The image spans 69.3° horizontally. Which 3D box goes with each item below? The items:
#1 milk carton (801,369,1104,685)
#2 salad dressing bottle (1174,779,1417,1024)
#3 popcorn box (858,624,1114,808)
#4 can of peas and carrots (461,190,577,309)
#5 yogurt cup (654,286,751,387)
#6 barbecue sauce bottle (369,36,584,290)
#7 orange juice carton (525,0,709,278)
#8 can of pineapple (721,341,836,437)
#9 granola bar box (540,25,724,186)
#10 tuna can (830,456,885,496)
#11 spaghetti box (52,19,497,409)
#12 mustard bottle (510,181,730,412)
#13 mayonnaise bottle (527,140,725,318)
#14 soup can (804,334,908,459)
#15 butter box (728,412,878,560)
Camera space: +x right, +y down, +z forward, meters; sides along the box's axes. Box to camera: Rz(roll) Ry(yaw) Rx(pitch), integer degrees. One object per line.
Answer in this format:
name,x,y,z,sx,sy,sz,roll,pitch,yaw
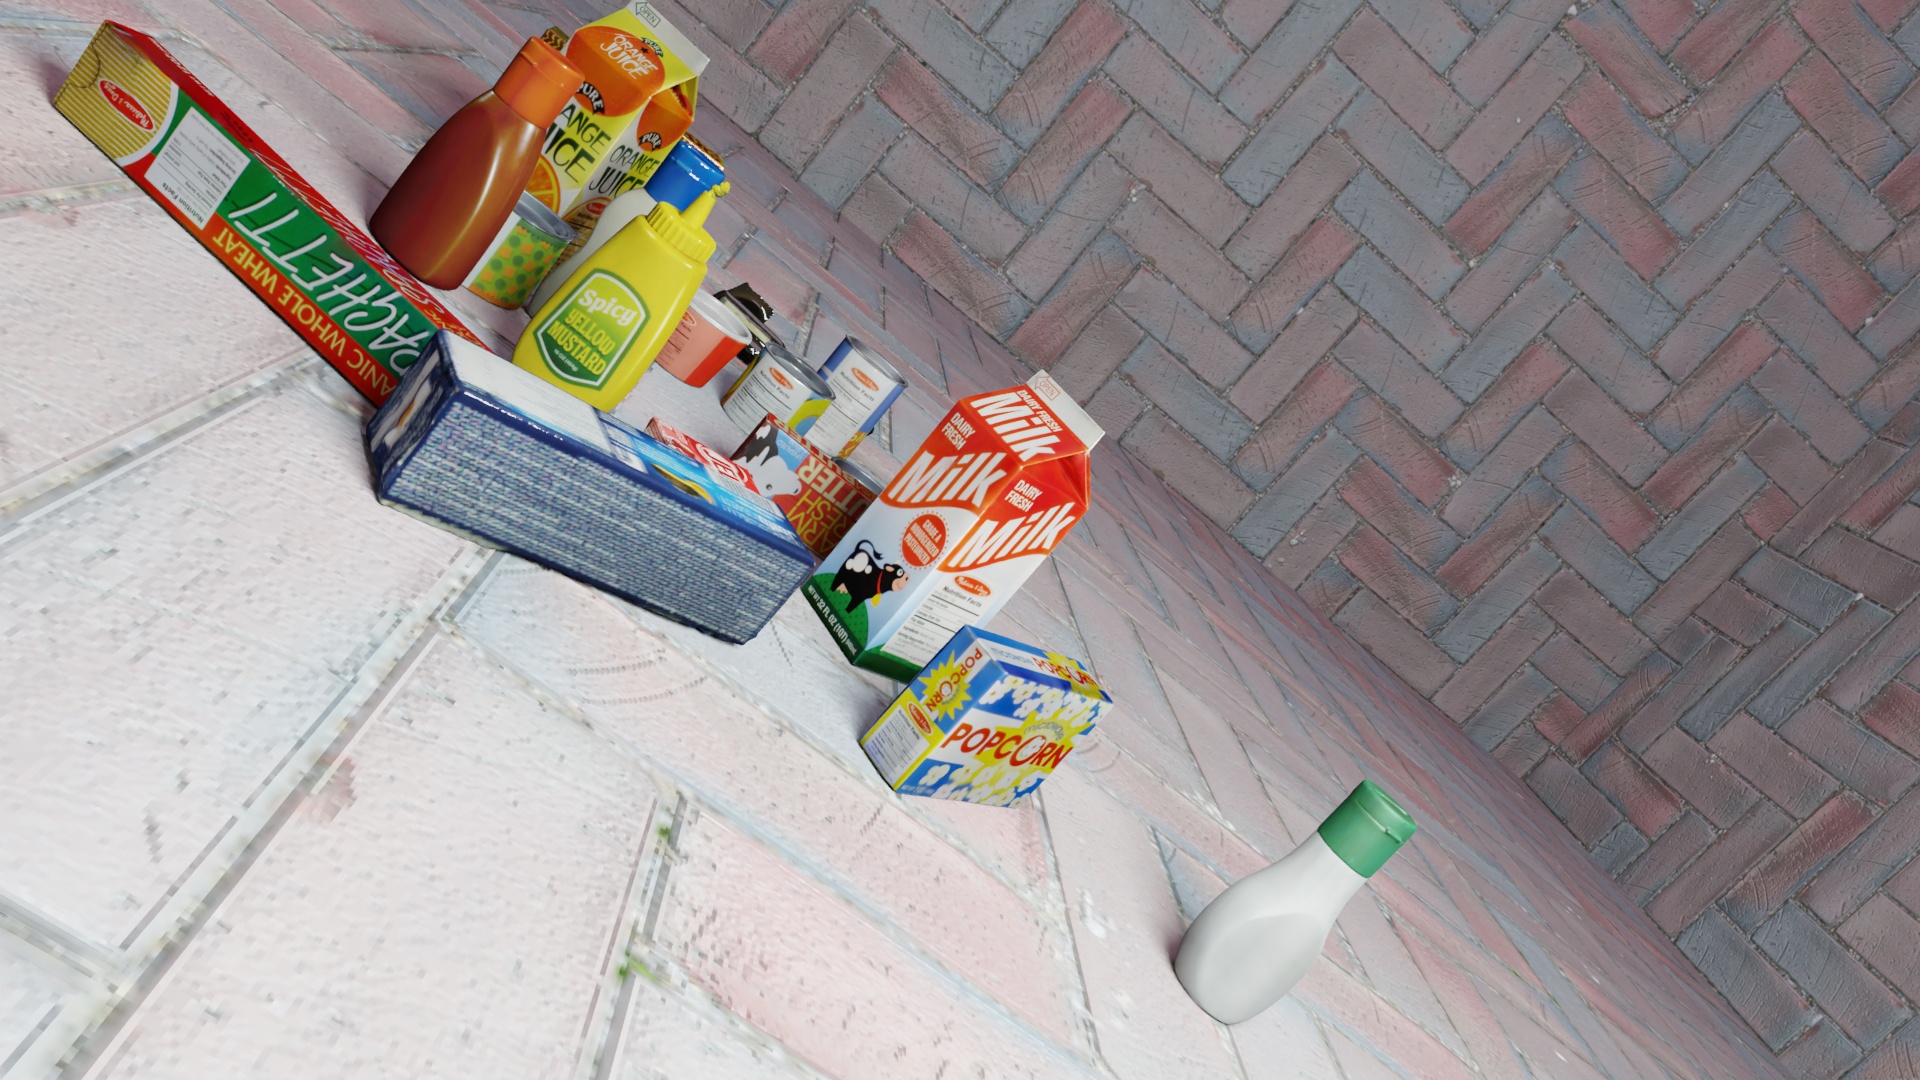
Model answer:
milk carton,0.003,-0.010,0.810,0.073,0.190,0.072,28,17,-48
salad dressing bottle,0.179,0.192,0.740,0.064,0.147,0.044,37,12,-19
popcorn box,0.017,0.095,0.731,0.038,0.085,0.126,48,14,32
can of peas and carrots,-0.284,-0.185,0.864,0.071,0.058,0.071,39,12,-10
yogurt cup,-0.196,-0.149,1.020,0.072,0.054,0.072,39,12,-10
barbecue sauce bottle,-0.274,-0.218,0.796,0.065,0.148,0.044,44,12,16
orange juice carton,-0.255,-0.276,0.955,0.072,0.192,0.073,43,11,7
can of pineapple,-0.136,-0.106,1.042,0.071,0.057,0.071,39,12,-10
granola bar box,-0.292,-0.306,1.109,0.165,0.124,0.039,37,12,-21
tuna can,-0.075,-0.026,1.003,0.071,0.032,0.071,39,12,-10
spaghetti box,-0.309,-0.137,0.636,0.250,0.050,0.029,42,12,5
mustard bottle,-0.181,-0.138,0.767,0.065,0.160,0.049,40,11,-6
mayonnaise bottle,-0.207,-0.184,0.880,0.065,0.148,0.041,42,11,4
soup can,-0.094,-0.119,1.153,0.071,0.083,0.071,39,12,-10
butter box,-0.100,-0.030,0.896,0.103,0.053,0.024,38,12,-15
